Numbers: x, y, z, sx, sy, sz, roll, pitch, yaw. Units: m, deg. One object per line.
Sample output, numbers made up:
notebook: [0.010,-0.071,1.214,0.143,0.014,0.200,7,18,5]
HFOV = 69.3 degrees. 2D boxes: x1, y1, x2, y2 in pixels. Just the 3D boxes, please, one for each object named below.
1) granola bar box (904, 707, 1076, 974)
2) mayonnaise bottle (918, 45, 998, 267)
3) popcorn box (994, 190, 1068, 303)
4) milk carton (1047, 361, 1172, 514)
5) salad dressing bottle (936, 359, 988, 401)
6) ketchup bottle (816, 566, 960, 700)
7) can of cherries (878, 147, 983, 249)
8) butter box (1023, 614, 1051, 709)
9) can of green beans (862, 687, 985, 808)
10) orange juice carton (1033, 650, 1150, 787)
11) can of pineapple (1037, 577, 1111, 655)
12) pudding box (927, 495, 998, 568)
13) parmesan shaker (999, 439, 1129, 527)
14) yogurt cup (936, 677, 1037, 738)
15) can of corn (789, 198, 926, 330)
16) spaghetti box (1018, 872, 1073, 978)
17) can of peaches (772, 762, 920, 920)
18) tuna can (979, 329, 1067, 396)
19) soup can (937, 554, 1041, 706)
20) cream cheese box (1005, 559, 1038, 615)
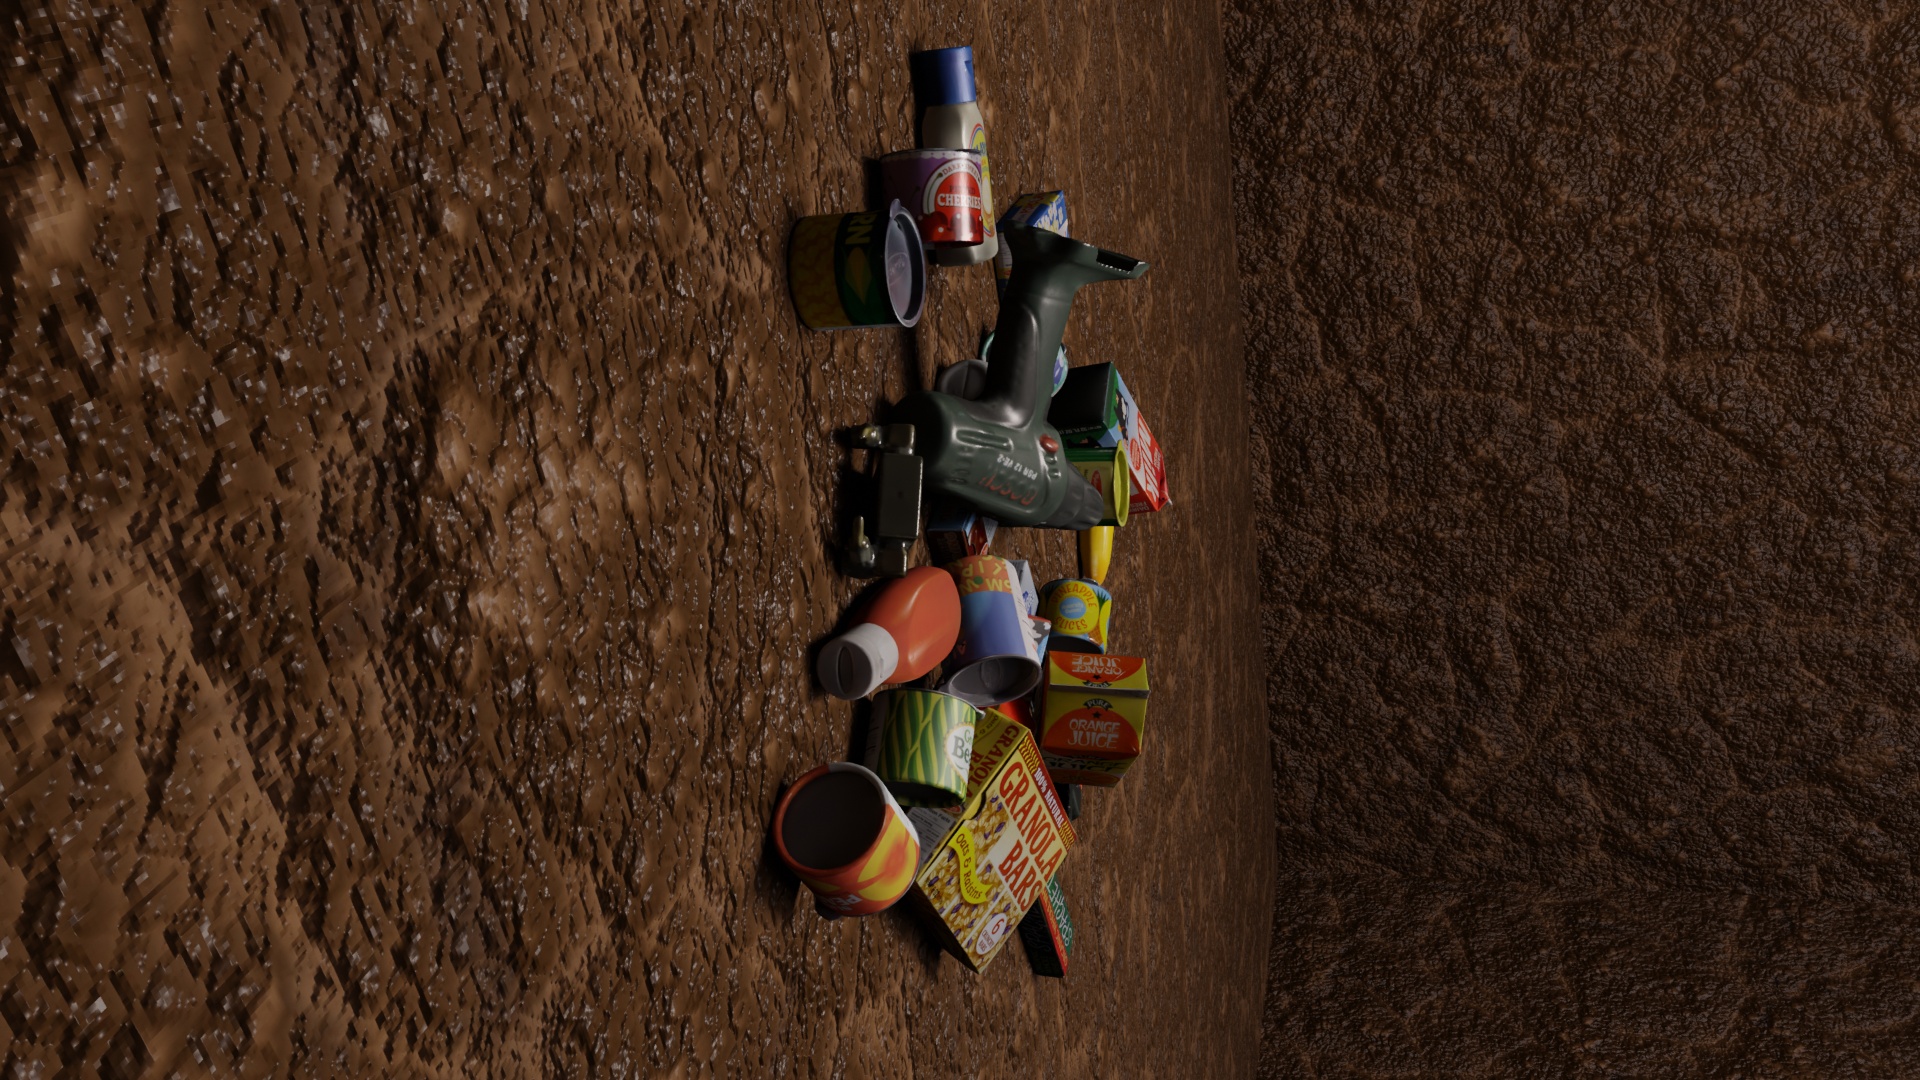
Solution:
granola bar box: [0.017,0.208,0.946,0.124,0.039,0.164,-51,145,-21]
mayonnaise bottle: [-0.002,-0.273,0.989,0.065,0.041,0.147,-48,135,-63]
popcorn box: [0.064,-0.245,1.202,0.127,0.038,0.085,-60,144,-57]
milk carton: [0.142,-0.082,1.334,0.190,0.072,0.074,52,39,-48]
salad dressing bottle: [0.023,-0.083,1.057,0.147,0.044,0.064,54,42,-61]
ketchup bottle: [-0.042,0.059,0.846,0.149,0.043,0.064,-30,121,-70]
can of cherries: [-0.017,-0.219,0.894,0.071,0.071,0.058,-22,111,-71]
butter box: [0.037,0.106,1.064,0.053,0.024,0.103,17,88,-58]
can of green beans: [-0.026,0.129,0.855,0.071,0.071,0.058,57,36,-59]
orange juice carton: [0.094,0.132,1.039,0.192,0.072,0.073,93,2,-71]
can of pineapple: [0.101,0.074,1.256,0.070,0.071,0.058,63,32,-55]
pudding box: [0.004,-0.013,1.014,0.084,0.030,0.049,-69,153,-50]
parmesan shaker: [0.083,-0.047,1.144,0.071,0.103,0.071,-2,91,-73]
yogurt cup: [0.016,0.121,0.995,0.073,0.072,0.053,-57,135,-60]
can of corn: [-0.058,-0.154,0.781,0.071,0.058,0.071,-2,91,-72]
spaghetti box: [0.059,0.284,1.176,0.050,0.028,0.248,-73,155,-45]
can of peaches: [-0.062,0.162,0.744,0.057,0.071,0.071,67,28,-51]
tuna can: [0.052,-0.144,1.107,0.032,0.071,0.071,59,34,-57]
soup can: [0.012,0.062,0.950,0.071,0.071,0.084,63,11,-54]
cream cheese box: [0.039,0.069,1.131,0.104,0.024,0.053,-73,154,-44]
